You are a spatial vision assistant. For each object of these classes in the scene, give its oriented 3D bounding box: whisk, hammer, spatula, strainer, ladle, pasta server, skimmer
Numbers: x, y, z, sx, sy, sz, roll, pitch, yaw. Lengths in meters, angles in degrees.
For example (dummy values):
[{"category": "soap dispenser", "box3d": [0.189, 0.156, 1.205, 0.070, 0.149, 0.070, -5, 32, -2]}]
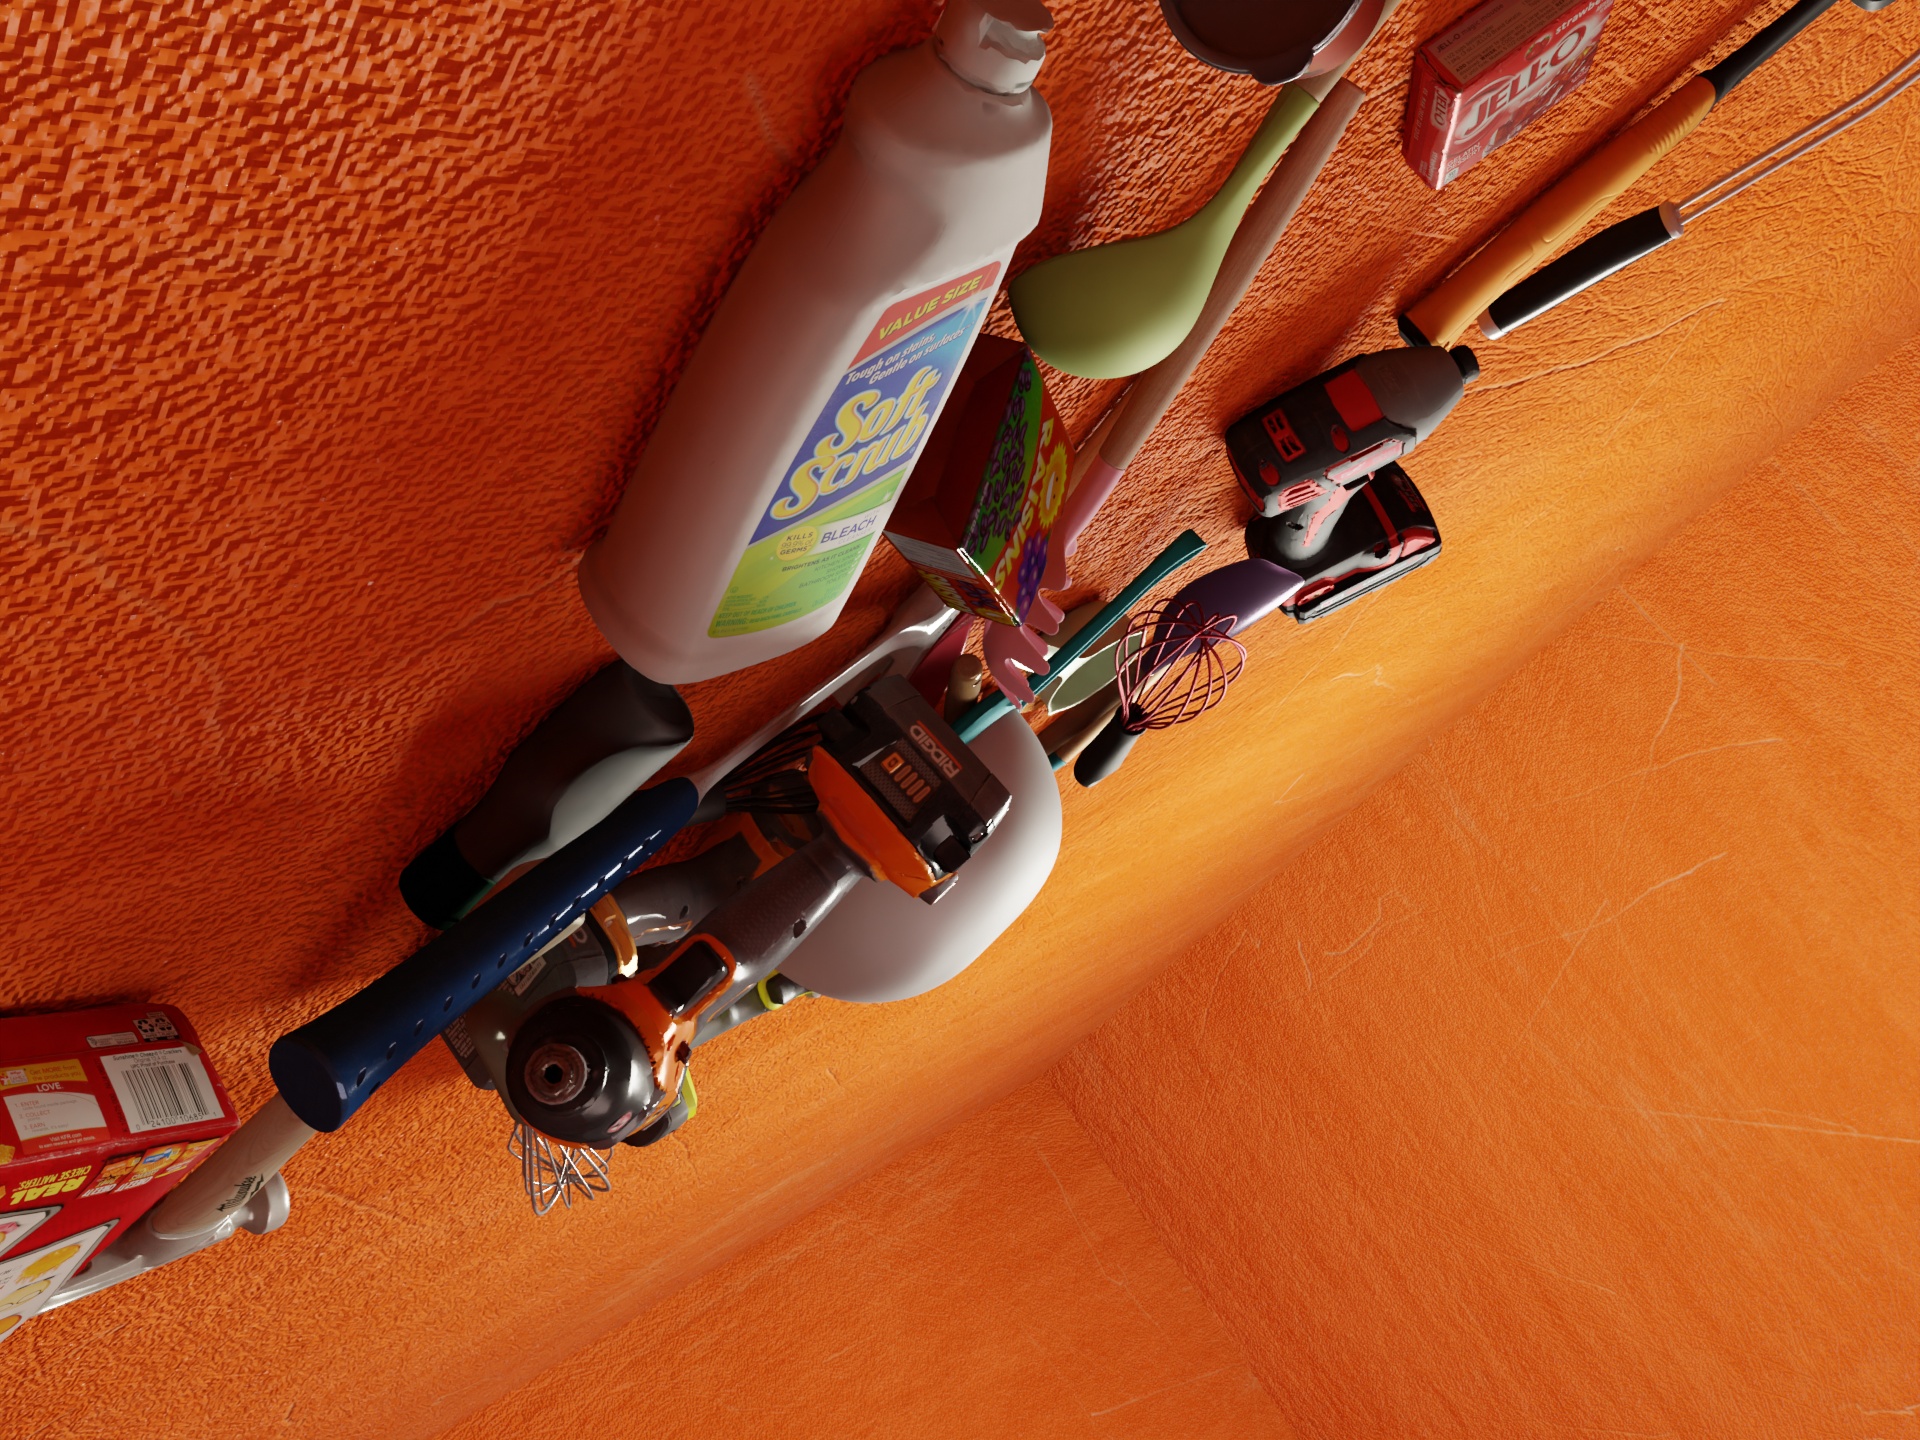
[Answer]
[{"category": "whisk", "box3d": [0.114, -0.007, 1.018, 0.073, 0.073, 0.295, -31, 169, -17]}, {"category": "hammer", "box3d": [-0.312, 0.179, 0.752, 0.410, 0.038, 0.146, -39, 164, 32]}, {"category": "spatula", "box3d": [0.100, 0.017, 1.176, 0.317, 0.044, 0.082, -45, 162, 11]}, {"category": "strainer", "box3d": [0.032, 0.042, 0.868, 0.340, 0.095, 0.211, -44, 174, -1]}, {"category": "whisk", "box3d": [-0.127, 0.036, 0.808, 0.239, 0.055, 0.055, -14, 153, -42]}, {"category": "spatula", "box3d": [0.108, -0.026, 1.066, 0.059, 0.018, 0.316, 19, 145, -24]}, {"category": "ladle", "box3d": [0.043, -0.099, 0.804, 0.315, 0.031, 0.069, -50, 173, 33]}, {"category": "whisk", "box3d": [-0.205, 0.185, 0.765, 0.058, 0.059, 0.246, -59, 168, -31]}, {"category": "pasta server", "box3d": [0.089, -0.135, 0.713, 0.316, 0.040, 0.060, -57, -174, 29]}, {"category": "skimmer", "box3d": [0.465, -0.294, 0.877, 0.090, 0.127, 0.363, 24, 145, -34]}, {"category": "hammer", "box3d": [0.379, -0.321, 0.864, 0.337, 0.034, 0.127, -40, 164, 13]}, {"category": "ladle", "box3d": [0.130, -0.252, 0.561, 0.320, 0.062, 0.078, -51, 157, 22]}, {"category": "hammer", "box3d": [-0.111, 0.031, 0.665, 0.405, 0.035, 0.144, -41, 174, -48]}]

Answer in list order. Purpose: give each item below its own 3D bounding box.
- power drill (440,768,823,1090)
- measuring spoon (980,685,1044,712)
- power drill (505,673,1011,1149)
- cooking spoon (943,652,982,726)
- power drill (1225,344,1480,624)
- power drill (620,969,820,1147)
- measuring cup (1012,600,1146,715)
[{"category": "power drill", "box3d": [-0.181, 0.118, 0.864, 0.185, 0.084, 0.226, -46, 166, 34]}, {"category": "measuring spoon", "box3d": [0.037, -0.015, 1.056, 0.021, 0.011, 0.117, -35, 168, 17]}, {"category": "power drill", "box3d": [-0.087, 0.085, 0.648, 0.226, 0.084, 0.164, -42, 175, -8]}, {"category": "cooking spoon", "box3d": [-0.001, -0.003, 0.908, 0.069, 0.017, 0.319, -37, 175, -7]}, {"category": "power drill", "box3d": [0.236, -0.147, 0.958, 0.143, 0.079, 0.219, -27, 161, 4]}, {"category": "power drill", "box3d": [-0.140, 0.184, 1.034, 0.223, 0.080, 0.171, -25, -170, -32]}, {"category": "measuring cup", "box3d": [0.056, -0.046, 0.961, 0.083, 0.038, 0.167, -42, 161, 17]}]
